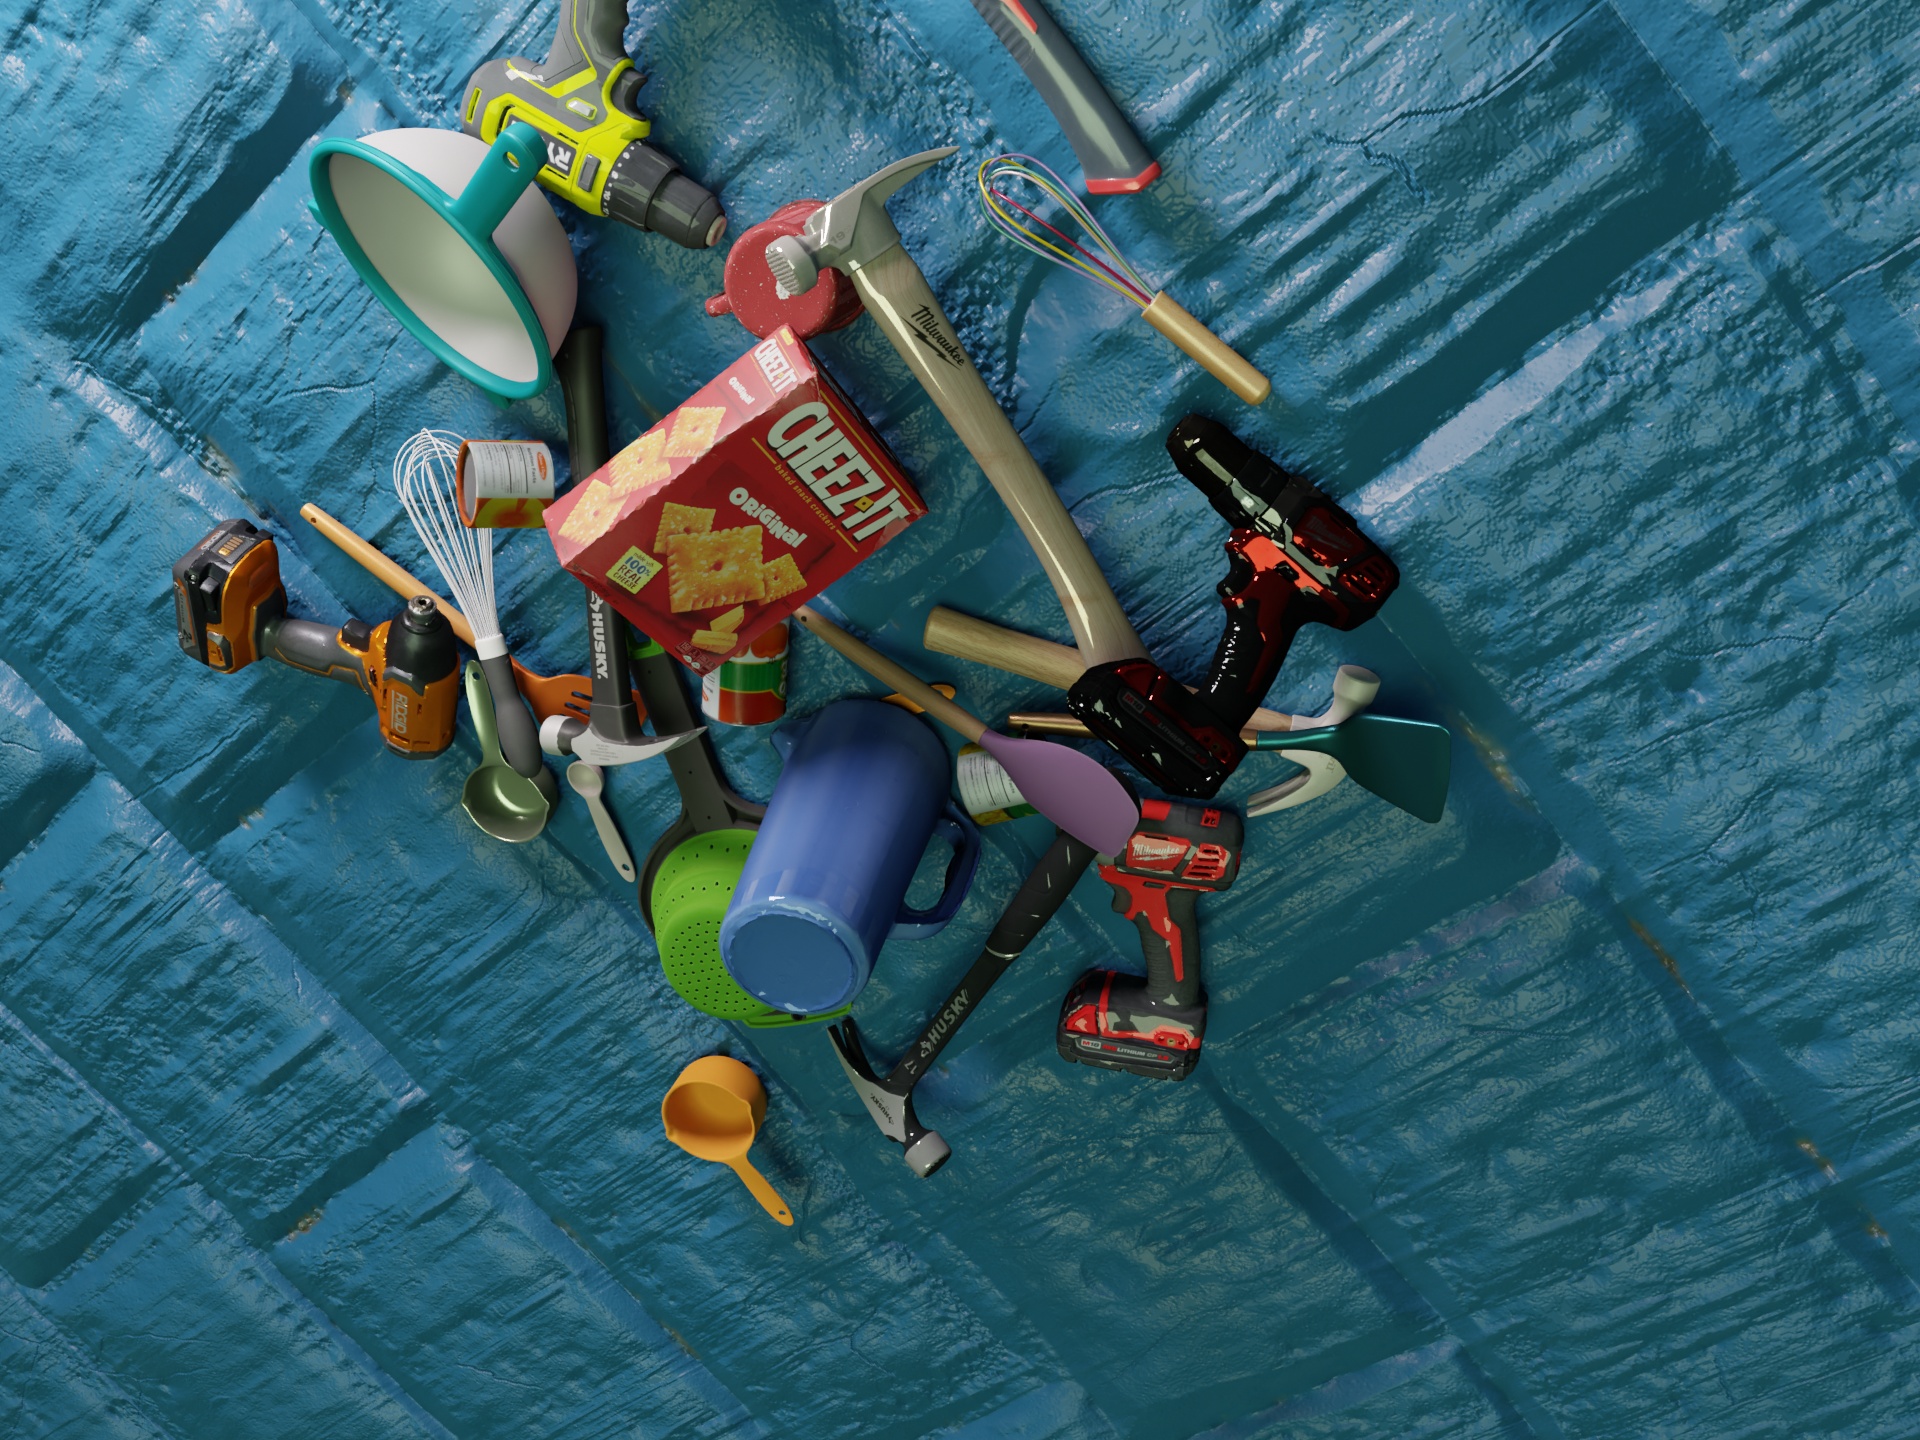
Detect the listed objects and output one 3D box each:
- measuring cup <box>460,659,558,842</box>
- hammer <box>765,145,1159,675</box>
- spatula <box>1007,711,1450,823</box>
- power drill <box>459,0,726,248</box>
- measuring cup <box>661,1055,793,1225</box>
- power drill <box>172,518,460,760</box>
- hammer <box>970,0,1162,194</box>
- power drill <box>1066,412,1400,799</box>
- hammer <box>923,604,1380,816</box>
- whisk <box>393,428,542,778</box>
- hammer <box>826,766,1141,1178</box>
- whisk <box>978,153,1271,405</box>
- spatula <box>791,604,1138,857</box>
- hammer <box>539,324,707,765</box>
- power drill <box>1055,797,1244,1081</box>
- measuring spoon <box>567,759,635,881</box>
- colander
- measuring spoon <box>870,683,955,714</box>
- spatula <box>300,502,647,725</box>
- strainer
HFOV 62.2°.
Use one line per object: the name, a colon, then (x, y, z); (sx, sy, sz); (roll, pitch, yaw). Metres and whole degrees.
measuring cup: (-0.382, 0.021, 1.329); (0.083, 0.038, 0.167); (0, 114, 14)
hammer: (0.039, -0.182, 1.088); (0.146, 0.038, 0.410); (-39, 110, -15)
spatula: (0.187, 0.017, 1.147); (0.317, 0.044, 0.082); (4, 124, 14)
power drill: (-0.215, -0.445, 1.058); (0.190, 0.080, 0.228); (30, 120, 1)
measuring cup: (-0.195, 0.379, 1.439); (0.095, 0.052, 0.173); (-27, 107, 23)
power drill: (-0.508, -0.073, 1.278); (0.226, 0.084, 0.164); (25, 136, 1)
hammer: (0.010, -0.501, 0.997); (0.143, 0.038, 0.386); (-36, 101, 23)
power drill: (0.168, -0.079, 1.084); (0.188, 0.080, 0.227); (40, 84, -6)
hammer: (0.132, -0.021, 1.187); (0.331, 0.031, 0.130); (17, 116, 6)
whisk: (-0.377, -0.089, 1.247); (0.070, 0.070, 0.284); (-10, 102, 18)
hammer: (0.022, 0.189, 1.261); (0.149, 0.036, 0.408); (47, 123, 21)
whisk: (0.109, -0.291, 1.065); (0.245, 0.047, 0.051); (37, 116, -8)
spatula: (-0.002, -0.004, 1.185); (0.316, 0.018, 0.059); (34, 115, 17)
hammer: (-0.270, -0.127, 1.206); (0.146, 0.035, 0.334); (6, 106, 28)
power drill: (0.137, 0.163, 1.246); (0.143, 0.078, 0.219); (9, 113, 10)
measuring spoon: (-0.299, 0.084, 1.354); (0.034, 0.018, 0.124); (-2, 121, 28)
colander: (-0.207, 0.107, 1.289); (0.204, 0.094, 0.396); (-12, 112, 18)
measuring spoon: (-0.058, -0.011, 1.252); (0.117, 0.011, 0.021); (-14, 116, 16)
spatula: (-0.403, -0.078, 1.301); (0.322, 0.041, 0.081); (37, 116, 0)
strainer: (-0.307, -0.338, 1.052); (0.211, 0.095, 0.340); (47, 155, -18)
